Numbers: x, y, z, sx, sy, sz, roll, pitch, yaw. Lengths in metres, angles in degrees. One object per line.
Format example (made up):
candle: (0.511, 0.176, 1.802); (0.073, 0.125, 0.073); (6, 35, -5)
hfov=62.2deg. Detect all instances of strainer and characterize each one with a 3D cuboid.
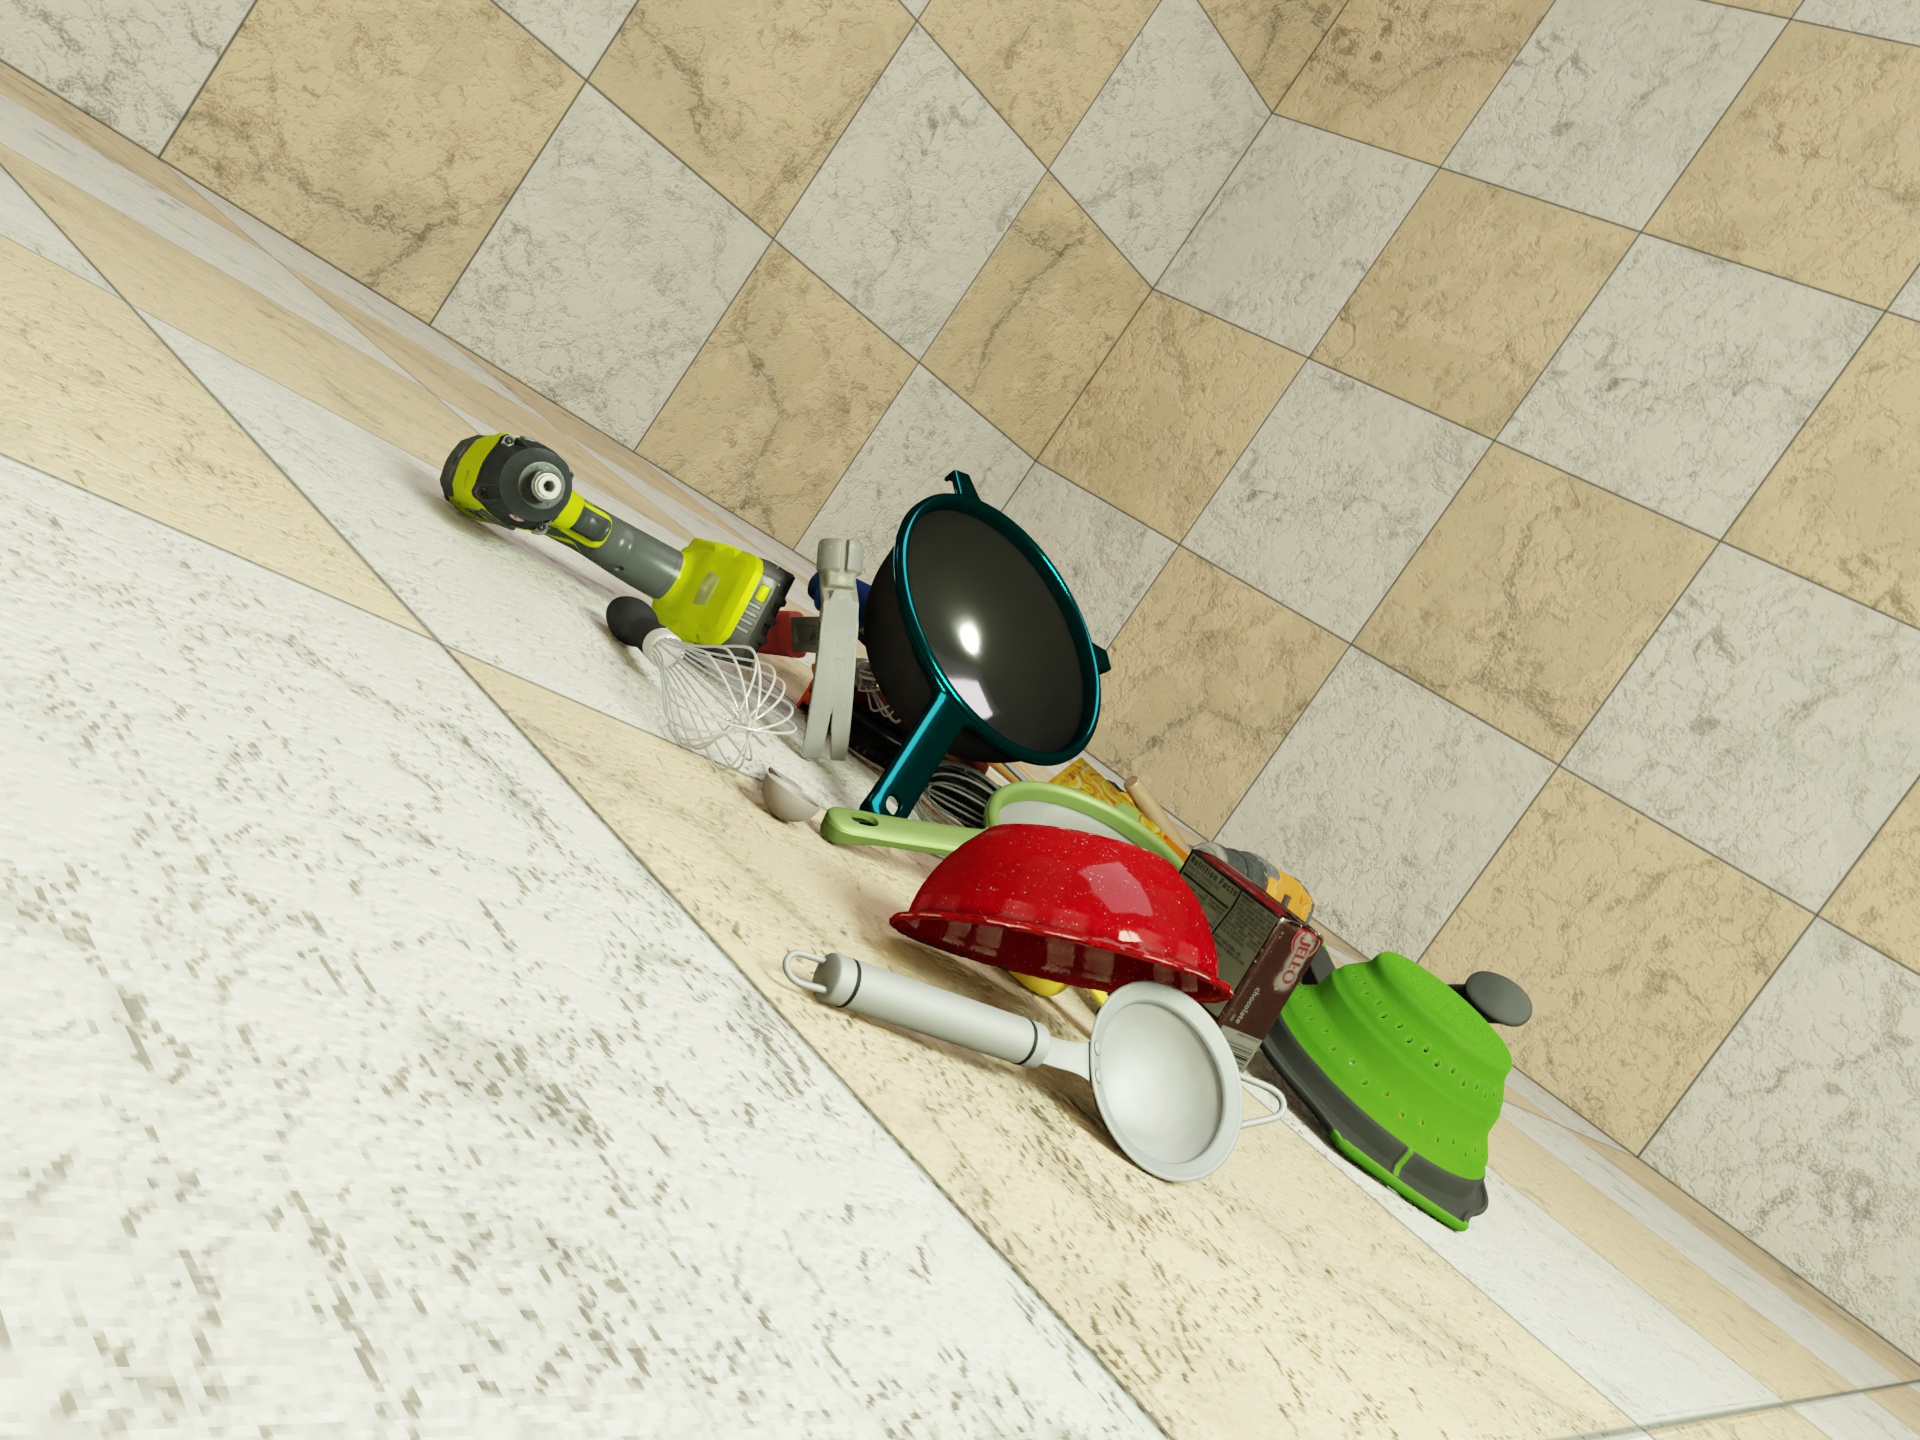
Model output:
strainer: (0.032, 0.133, 0.650); (0.258, 0.050, 0.087); (25, 52, -34)
strainer: (0.025, 0.098, 0.939); (0.256, 0.069, 0.152); (12, 29, -30)
strainer: (-0.021, -0.015, 1.096); (0.211, 0.095, 0.340); (50, 37, -16)

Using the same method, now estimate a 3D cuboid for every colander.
colander: (0.300, 0.201, 1.143); (0.204, 0.094, 0.397); (36, 14, -7)

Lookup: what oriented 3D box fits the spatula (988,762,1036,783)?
spatula: (0.039, 0.052, 1.377); (0.323, 0.041, 0.081); (41, 13, 17)

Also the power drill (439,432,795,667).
power drill: (-0.234, -0.121, 1.091); (0.223, 0.080, 0.171); (30, -6, -31)

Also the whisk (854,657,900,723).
whisk: (-0.074, -0.037, 1.286); (0.057, 0.059, 0.246); (0, 6, -17)

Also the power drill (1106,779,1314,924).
power drill: (0.195, 0.124, 1.463); (0.226, 0.084, 0.185); (22, -4, 39)

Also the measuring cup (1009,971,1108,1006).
measuring cup: (0.066, 0.156, 0.829); (0.157, 0.029, 0.062); (50, 11, 29)

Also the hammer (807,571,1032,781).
hammer: (-0.002, -0.004, 1.319); (0.406, 0.035, 0.144); (44, 8, 32)

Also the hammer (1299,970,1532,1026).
hammer: (0.368, 0.230, 1.266); (0.146, 0.035, 0.334); (40, -12, 3)

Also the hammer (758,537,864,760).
hammer: (-0.134, -0.057, 1.225); (0.036, 0.149, 0.359); (5, 2, -18)

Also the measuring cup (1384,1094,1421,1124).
measuring cup: (0.359, 0.298, 1.213); (0.095, 0.052, 0.173); (35, 2, 12)

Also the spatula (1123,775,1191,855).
spatula: (0.203, 0.157, 1.198); (0.315, 0.018, 0.060); (54, 4, -27)

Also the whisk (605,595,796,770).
whisk: (-0.166, -0.034, 0.942); (0.070, 0.070, 0.285); (32, 1, -30)

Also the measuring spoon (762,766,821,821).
measuring spoon: (-0.100, 0.041, 0.884); (0.034, 0.018, 0.124); (34, -3, -10)

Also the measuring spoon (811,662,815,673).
measuring spoon: (-0.105, -0.033, 1.265); (0.021, 0.011, 0.117); (26, 2, -14)

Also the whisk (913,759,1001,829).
whisk: (0.069, 0.099, 1.137); (0.239, 0.055, 0.055); (30, 4, -4)

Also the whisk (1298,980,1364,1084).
whisk: (0.272, 0.222, 1.314); (0.245, 0.051, 0.047); (42, -19, -2)
